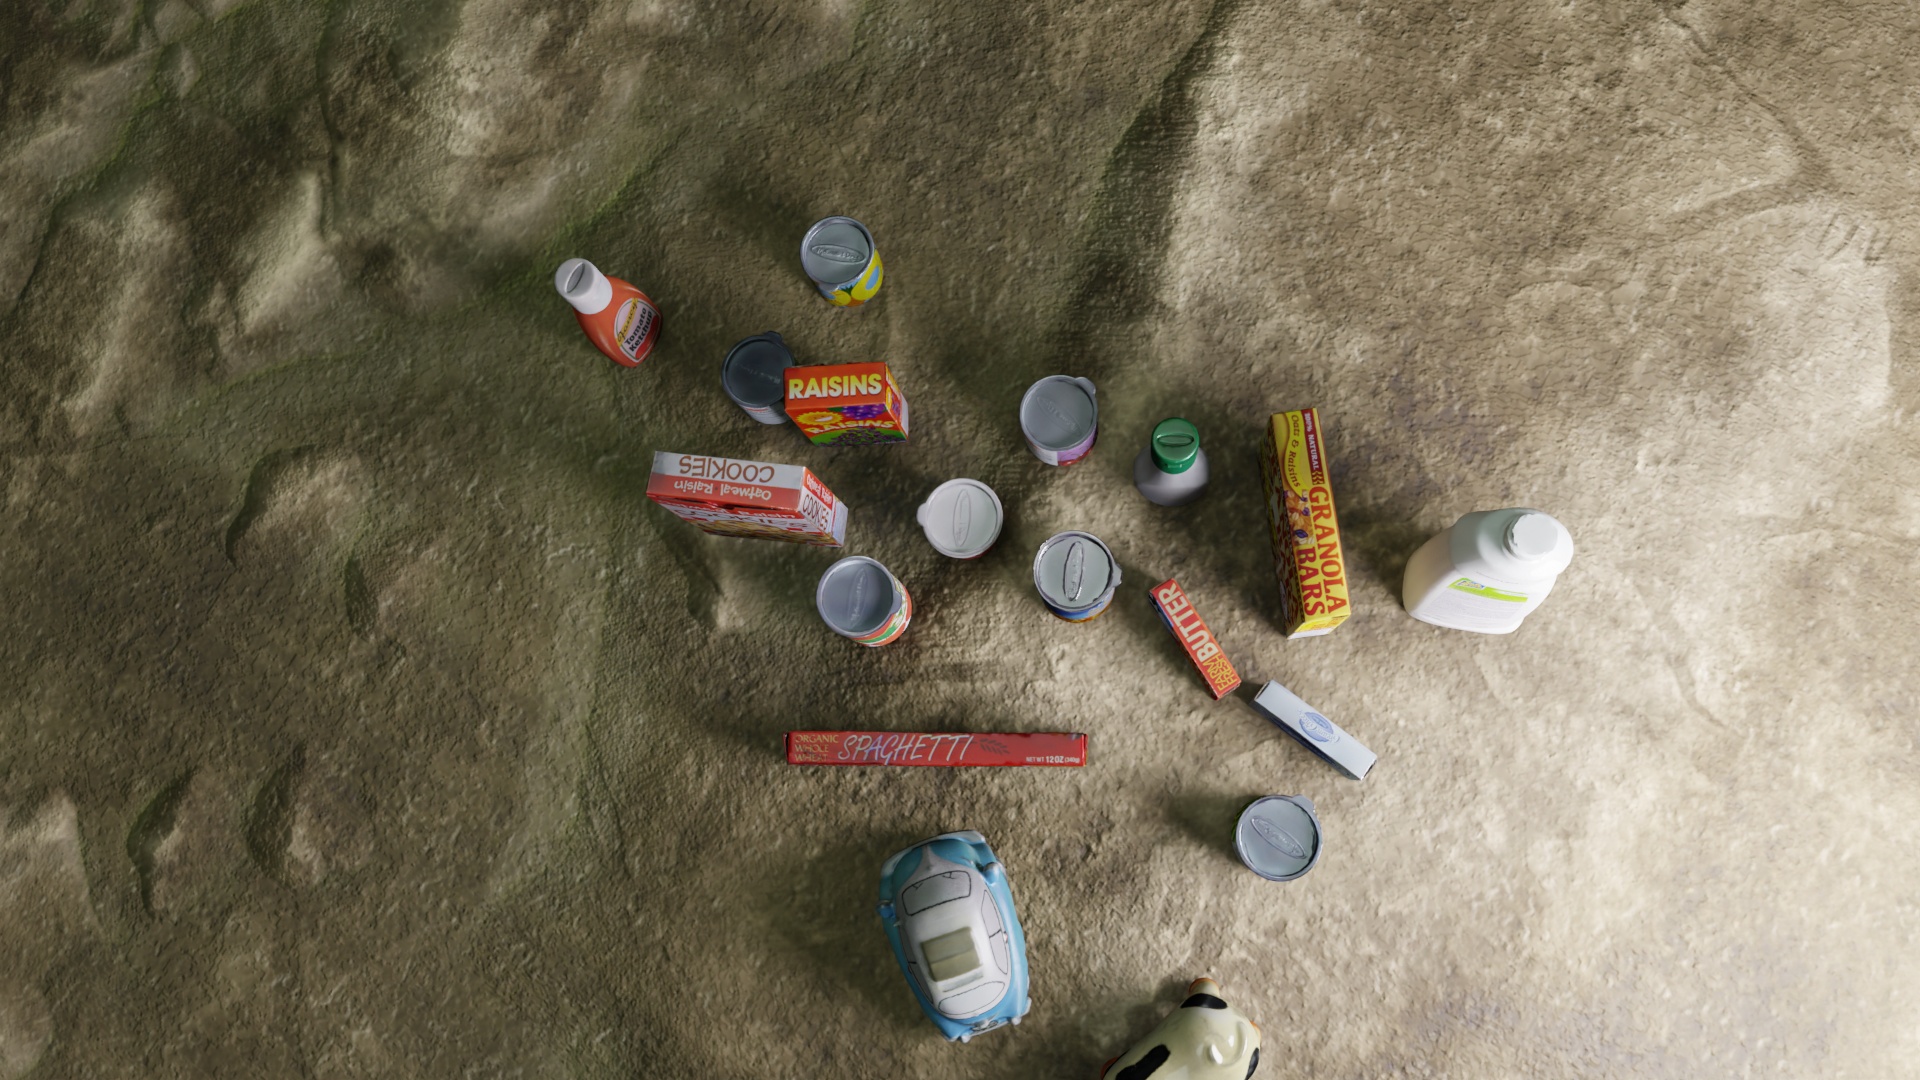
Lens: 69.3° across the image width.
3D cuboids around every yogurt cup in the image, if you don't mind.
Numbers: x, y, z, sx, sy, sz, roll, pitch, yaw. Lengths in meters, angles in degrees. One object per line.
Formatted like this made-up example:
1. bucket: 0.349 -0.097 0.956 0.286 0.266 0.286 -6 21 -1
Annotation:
1. yogurt cup: 0.004 -0.015 1.181 0.072 0.054 0.072 -1 79 7

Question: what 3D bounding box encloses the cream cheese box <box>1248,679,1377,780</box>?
1. cream cheese box: 0.282 0.152 1.116 0.104 0.053 0.024 37 86 12

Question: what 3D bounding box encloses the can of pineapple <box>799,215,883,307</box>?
1. can of pineapple: -0.106 -0.246 1.236 0.071 0.058 0.071 -1 79 7

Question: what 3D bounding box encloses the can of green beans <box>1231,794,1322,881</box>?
1. can of green beans: 0.250 0.235 1.101 0.071 0.057 0.071 -1 79 7

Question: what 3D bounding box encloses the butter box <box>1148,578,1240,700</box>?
1. butter box: 0.192 0.082 1.140 0.024 0.053 0.103 -32 77 0

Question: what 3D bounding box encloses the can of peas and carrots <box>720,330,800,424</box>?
1. can of peas and carrots: -0.170 -0.143 1.223 0.071 0.058 0.071 -1 79 7

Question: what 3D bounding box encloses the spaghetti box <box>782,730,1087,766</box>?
1. spaghetti box: -0.020 0.173 1.149 0.250 0.050 0.029 -1 80 7

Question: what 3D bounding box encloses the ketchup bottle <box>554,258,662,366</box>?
1. ketchup bottle: -0.307 -0.201 1.205 0.043 0.148 0.065 24 83 10

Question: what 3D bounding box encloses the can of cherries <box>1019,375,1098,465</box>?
1. can of cherries: 0.087 -0.103 1.185 0.071 0.058 0.071 -1 79 7

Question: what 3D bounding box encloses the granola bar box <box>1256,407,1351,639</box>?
1. granola bar box: 0.274 -0.010 1.112 0.039 0.124 0.166 -8 79 6

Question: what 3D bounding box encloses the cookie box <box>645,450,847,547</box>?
1. cookie box: -0.171 -0.031 1.146 0.123 0.167 0.040 6 81 8

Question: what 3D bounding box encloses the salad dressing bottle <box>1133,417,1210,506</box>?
1. salad dressing bottle: 0.172 -0.063 1.122 0.064 0.147 0.044 1 80 7

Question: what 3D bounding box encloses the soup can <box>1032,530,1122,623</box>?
1. soup can: 0.098 0.032 1.145 0.071 0.083 0.071 -1 79 7

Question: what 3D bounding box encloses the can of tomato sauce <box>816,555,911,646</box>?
1. can of tomato sauce: -0.077 0.052 1.162 0.071 0.083 0.071 -1 79 7

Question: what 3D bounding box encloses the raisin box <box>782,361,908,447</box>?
1. raisin box: -0.094 -0.114 1.176 0.086 0.123 0.040 -3 79 6
